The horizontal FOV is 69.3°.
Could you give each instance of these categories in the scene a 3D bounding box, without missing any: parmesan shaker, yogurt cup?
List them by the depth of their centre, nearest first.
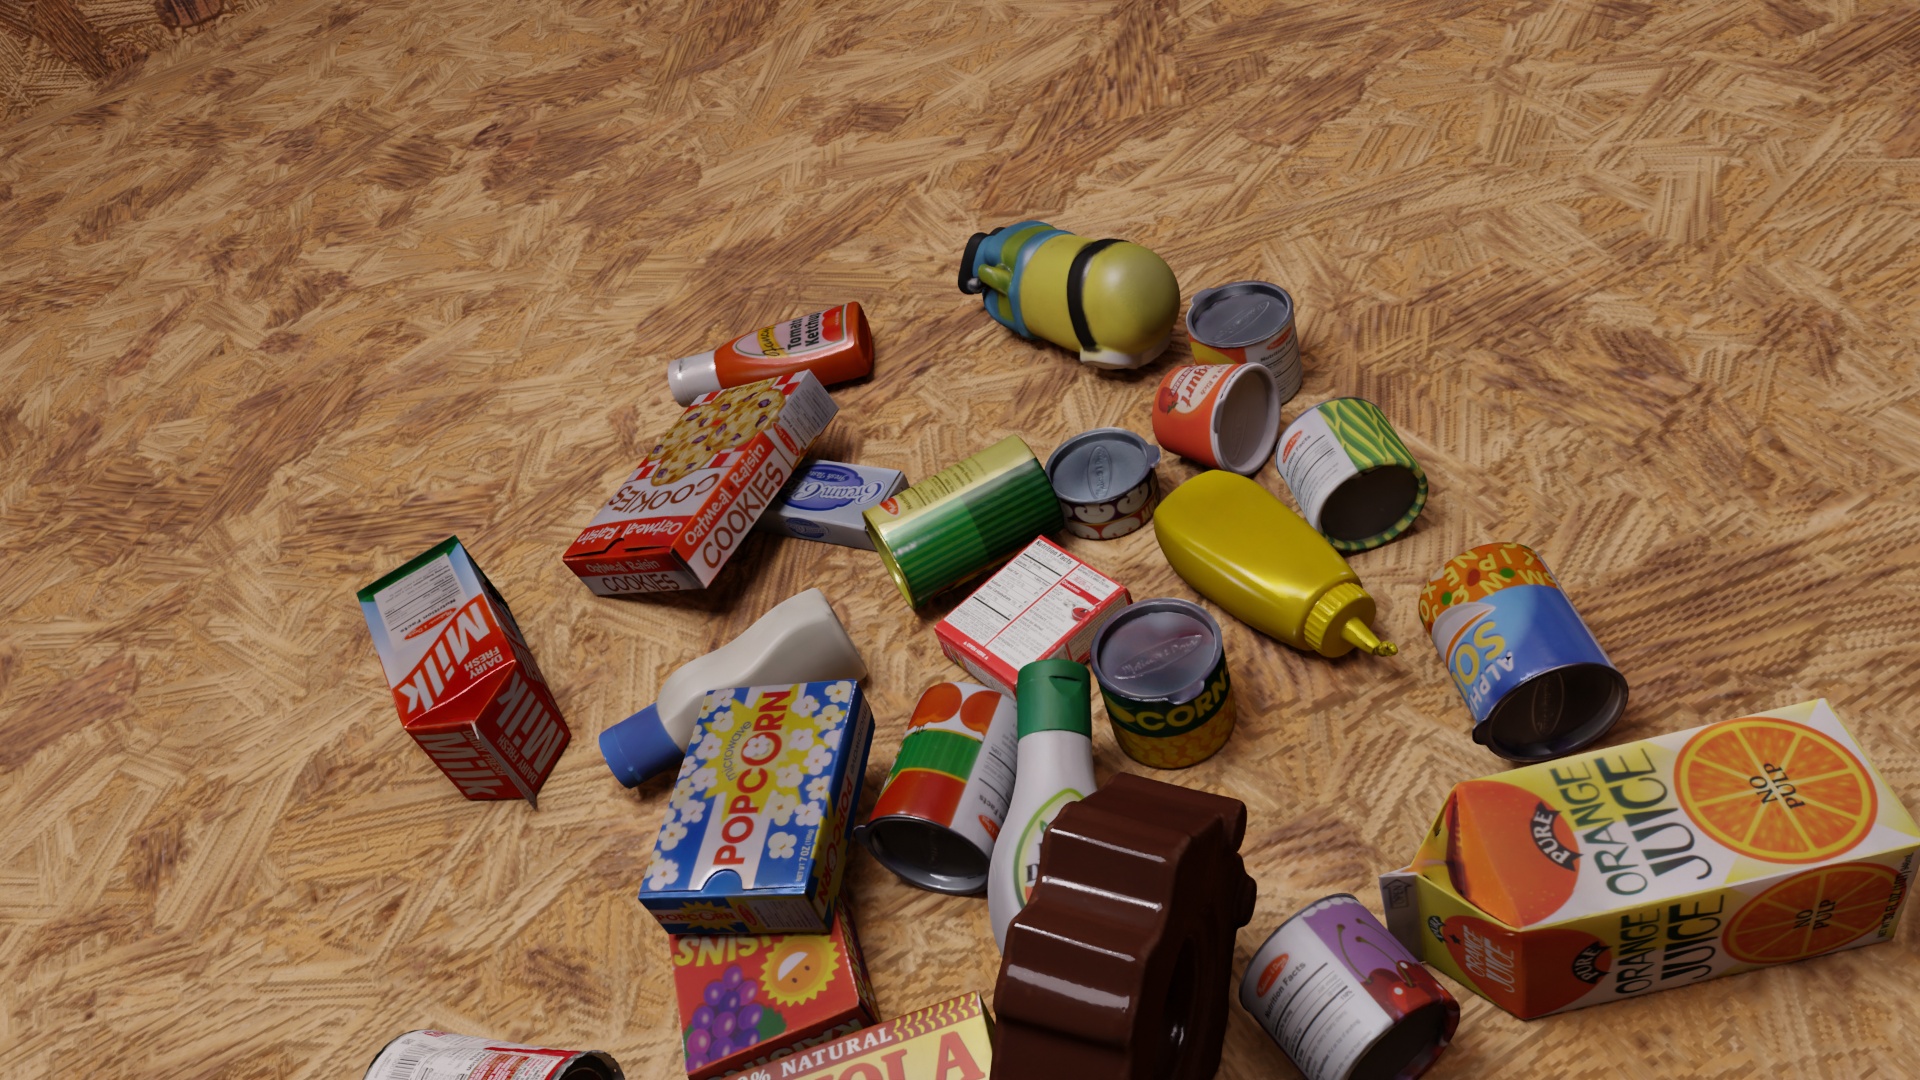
[{"bbox_3d":[0.003,-0.010,0.823,0.103,0.071,0.071,-27,42,-8],"label":"parmesan shaker"},{"bbox_3d":[0.153,-0.076,0.836,0.054,0.072,0.073,15,53,44],"label":"yogurt cup"}]

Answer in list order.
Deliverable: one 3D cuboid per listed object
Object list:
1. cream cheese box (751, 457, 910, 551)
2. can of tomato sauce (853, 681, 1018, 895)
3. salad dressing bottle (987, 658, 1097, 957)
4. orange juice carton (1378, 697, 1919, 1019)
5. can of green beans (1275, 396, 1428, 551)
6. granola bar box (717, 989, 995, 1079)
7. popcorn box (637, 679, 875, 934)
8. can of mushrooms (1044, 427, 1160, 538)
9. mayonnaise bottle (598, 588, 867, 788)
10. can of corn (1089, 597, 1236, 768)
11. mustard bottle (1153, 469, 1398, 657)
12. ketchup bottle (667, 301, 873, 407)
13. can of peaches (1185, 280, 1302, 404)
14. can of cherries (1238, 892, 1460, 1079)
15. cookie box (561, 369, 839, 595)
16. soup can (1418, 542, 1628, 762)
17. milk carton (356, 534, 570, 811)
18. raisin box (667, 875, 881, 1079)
[{"bbox_3d":[-0.088,-0.026,0.907,0.104,0.024,0.053,9,52,29],"label":"cream cheese box"},{"bbox_3d":[-0.005,0.122,0.690,0.071,0.071,0.083,2,46,24],"label":"can of tomato sauce"},{"bbox_3d":[0.045,0.129,0.649,0.064,0.043,0.148,9,59,-14],"label":"salad dressing bottle"},{"bbox_3d":[0.268,0.134,0.564,0.193,0.071,0.073,-15,42,6],"label":"orange juice carton"},{"bbox_3d":[0.216,-0.036,0.767,0.071,0.071,0.058,-19,43,2],"label":"can of green beans"},{"bbox_3d":[-0.053,0.274,0.571,0.165,0.039,0.125,-20,43,2],"label":"granola bar box"},{"bbox_3d":[-0.096,0.129,0.682,0.085,0.038,0.127,-5,43,15],"label":"popcorn box"},{"bbox_3d":[0.089,-0.035,0.840,0.071,0.033,0.071,-11,42,11],"label":"can of mushrooms"},{"bbox_3d":[-0.130,0.087,0.781,0.148,0.064,0.041,-29,39,-4],"label":"mayonnaise bottle"},{"bbox_3d":[0.105,0.074,0.702,0.071,0.058,0.071,-11,43,11],"label":"can of corn"},{"bbox_3d":[0.171,0.021,0.739,0.065,0.048,0.161,-33,44,-12],"label":"mustard bottle"},{"bbox_3d":[-0.140,-0.132,1.025,0.149,0.043,0.065,-13,43,9],"label":"ketchup bottle"},{"bbox_3d":[0.178,-0.122,0.877,0.071,0.057,0.071,-12,43,11],"label":"can of peaches"},{"bbox_3d":[0.158,0.187,0.560,0.071,0.071,0.058,-32,43,-12],"label":"can of cherries"},{"bbox_3d":[-0.171,-0.038,0.917,0.123,0.040,0.168,-5,41,43],"label":"cookie box"},{"bbox_3d":[0.260,0.052,0.657,0.071,0.071,0.084,-17,41,5],"label":"soup can"},{"bbox_3d":[-0.298,0.084,0.842,0.073,0.072,0.191,-32,42,-12],"label":"milk carton"},{"bbox_3d":[-0.094,0.196,0.669,0.086,0.040,0.124,-22,41,-2],"label":"raisin box"}]
